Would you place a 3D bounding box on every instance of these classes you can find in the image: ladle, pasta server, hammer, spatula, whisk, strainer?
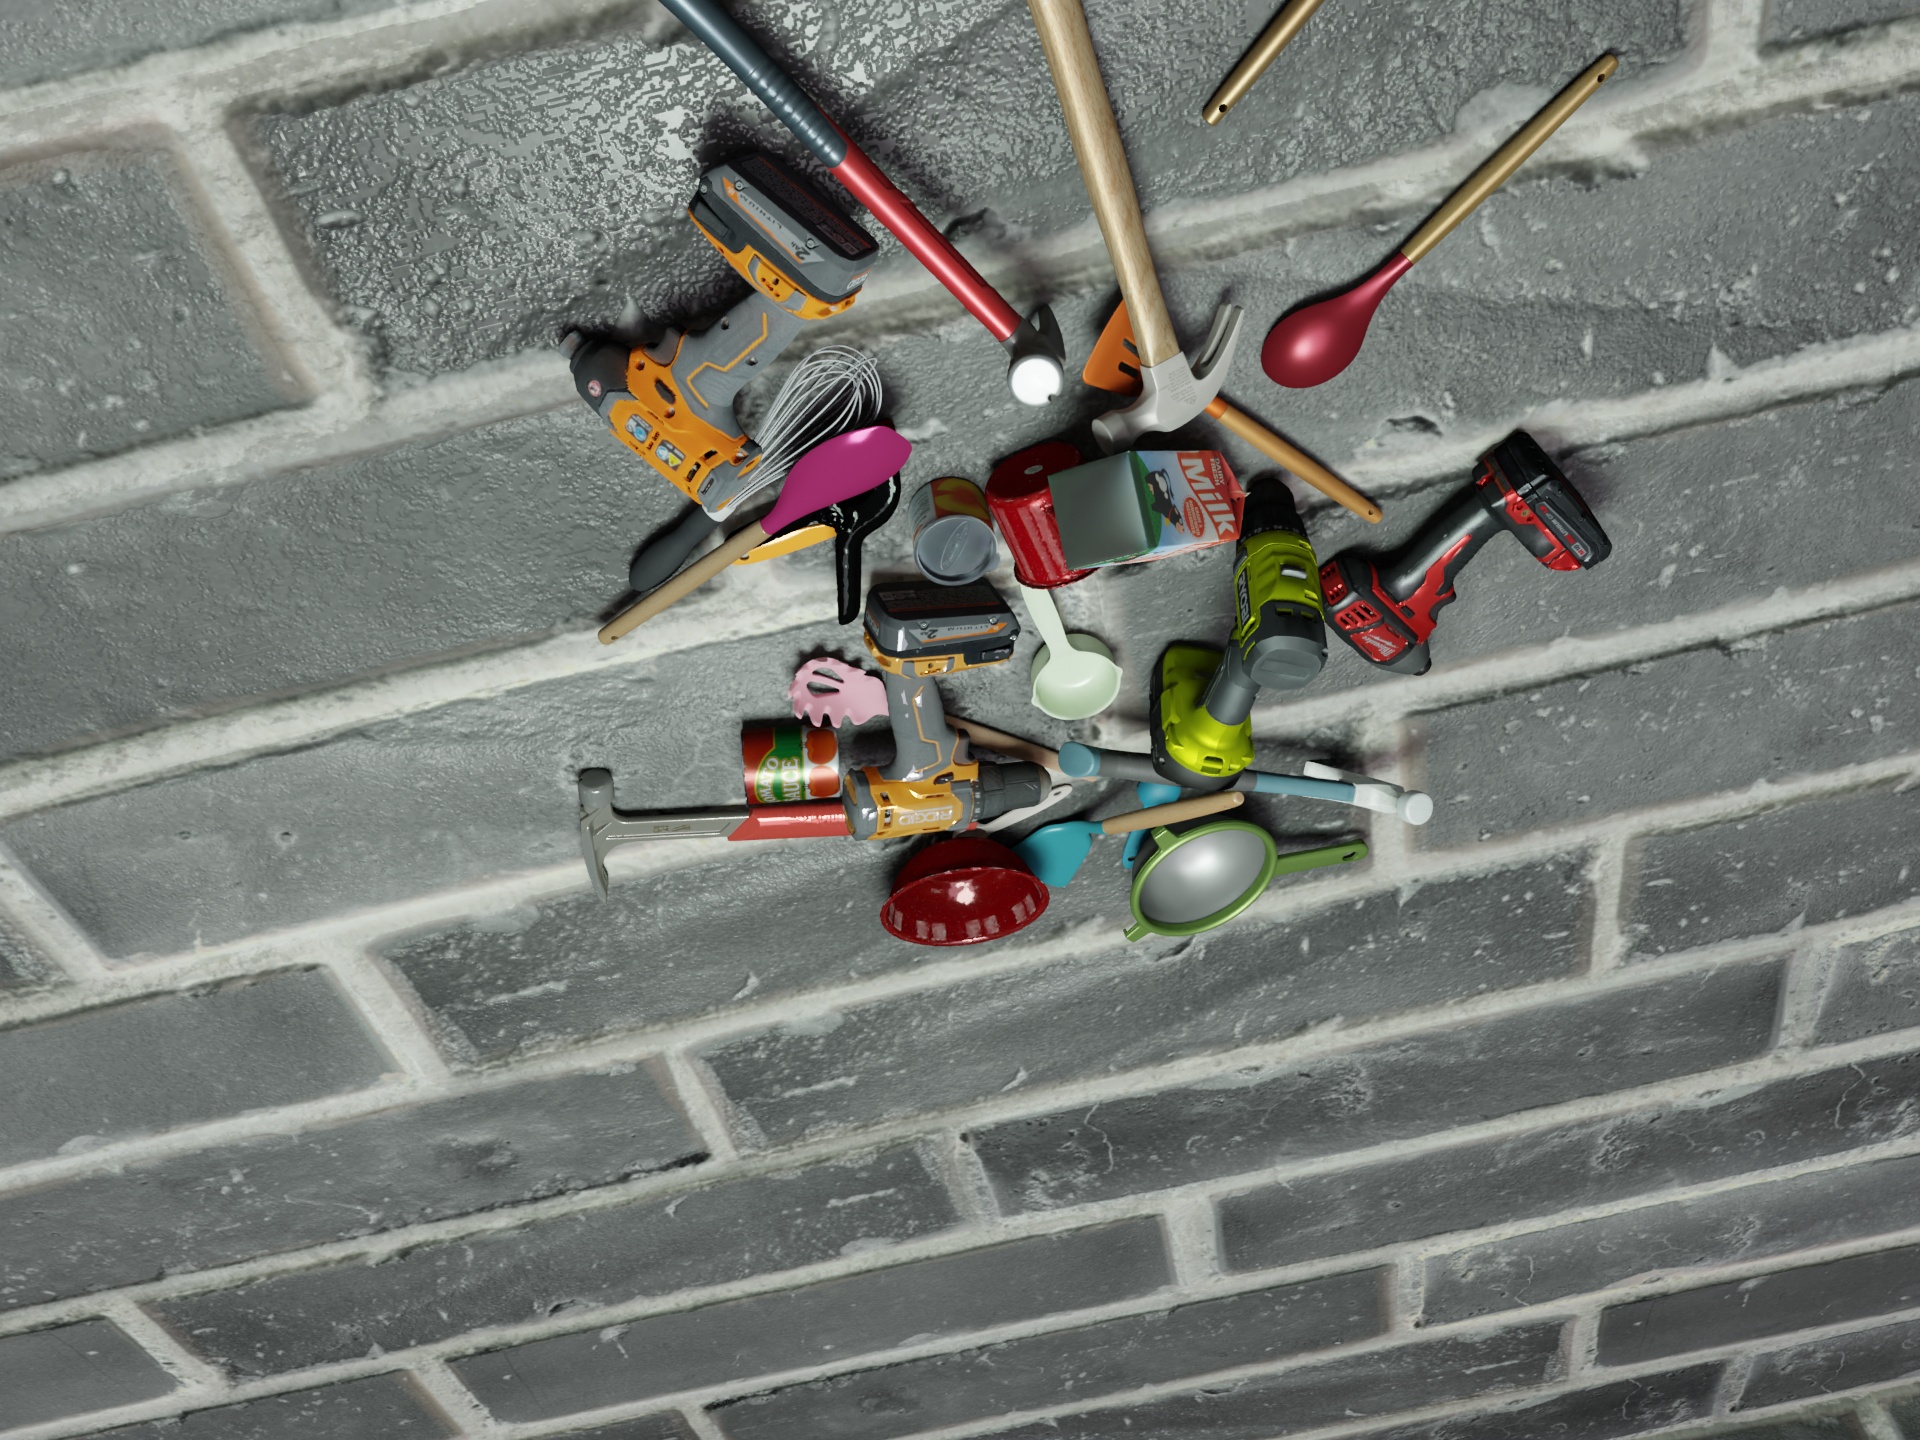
[{"bbox_3d":[0.265,-0.502,0.998,0.078,0.062,0.320,28,124,-25],"label":"ladle"},{"bbox_3d":[-0.009,0.008,1.406,0.316,0.040,0.060,19,108,-24],"label":"pasta server"},{"bbox_3d":[0.245,0.051,1.413,0.331,0.128,0.033,7,96,-19],"label":"hammer"},{"bbox_3d":[0.149,0.103,1.440,0.082,0.044,0.317,23,158,-24],"label":"spatula"},{"bbox_3d":[0.223,-0.227,1.235,0.322,0.041,0.081,26,99,-29],"label":"spatula"},{"bbox_3d":[-0.070,-0.369,1.050,0.038,0.143,0.386,-39,114,22],"label":"hammer"},{"bbox_3d":[0.345,-0.355,1.155,0.069,0.031,0.315,31,118,-30],"label":"ladle"},{"bbox_3d":[-0.164,-0.184,1.208,0.070,0.070,0.284,34,123,-31],"label":"whisk"},{"bbox_3d":[0.109,-0.352,1.089,0.130,0.031,0.331,-30,122,-11],"label":"hammer"},{"bbox_3d":[0.271,0.126,1.539,0.256,0.069,0.151,-8,132,-19],"label":"strainer"},{"bbox_3d":[-0.165,0.100,1.464,0.359,0.037,0.149,-3,131,-6],"label":"hammer"}]

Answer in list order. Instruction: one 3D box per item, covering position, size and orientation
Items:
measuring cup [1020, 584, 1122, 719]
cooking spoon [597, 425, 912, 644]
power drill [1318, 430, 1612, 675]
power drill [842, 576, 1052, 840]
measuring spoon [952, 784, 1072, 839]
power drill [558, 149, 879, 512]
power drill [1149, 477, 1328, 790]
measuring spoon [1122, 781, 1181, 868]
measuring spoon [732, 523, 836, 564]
[{"bbox_3d":[0.082,-0.072,1.352,0.083,0.038,0.167,-20,128,9],"label":"measuring cup"},{"bbox_3d":[-0.167,-0.136,1.222,0.319,0.017,0.068,-29,146,27],"label":"cooking spoon"},{"bbox_3d":[0.417,-0.125,1.332,0.219,0.079,0.143,-37,126,25],"label":"power drill"},{"bbox_3d":[-0.002,-0.004,1.344,0.185,0.084,0.226,-5,122,-19],"label":"power drill"},{"bbox_3d":[0.047,0.085,1.500,0.124,0.018,0.034,-26,144,5],"label":"measuring spoon"},{"bbox_3d":[-0.176,-0.274,1.098,0.164,0.084,0.226,39,122,-2],"label":"power drill"},{"bbox_3d":[0.227,-0.067,1.300,0.080,0.191,0.228,10,142,-9],"label":"power drill"},{"bbox_3d":[0.180,0.102,1.524,0.042,0.021,0.128,5,129,-13],"label":"measuring spoon"},{"bbox_3d":[-0.132,-0.142,1.275,0.117,0.011,0.021,-15,131,5],"label":"measuring spoon"}]
